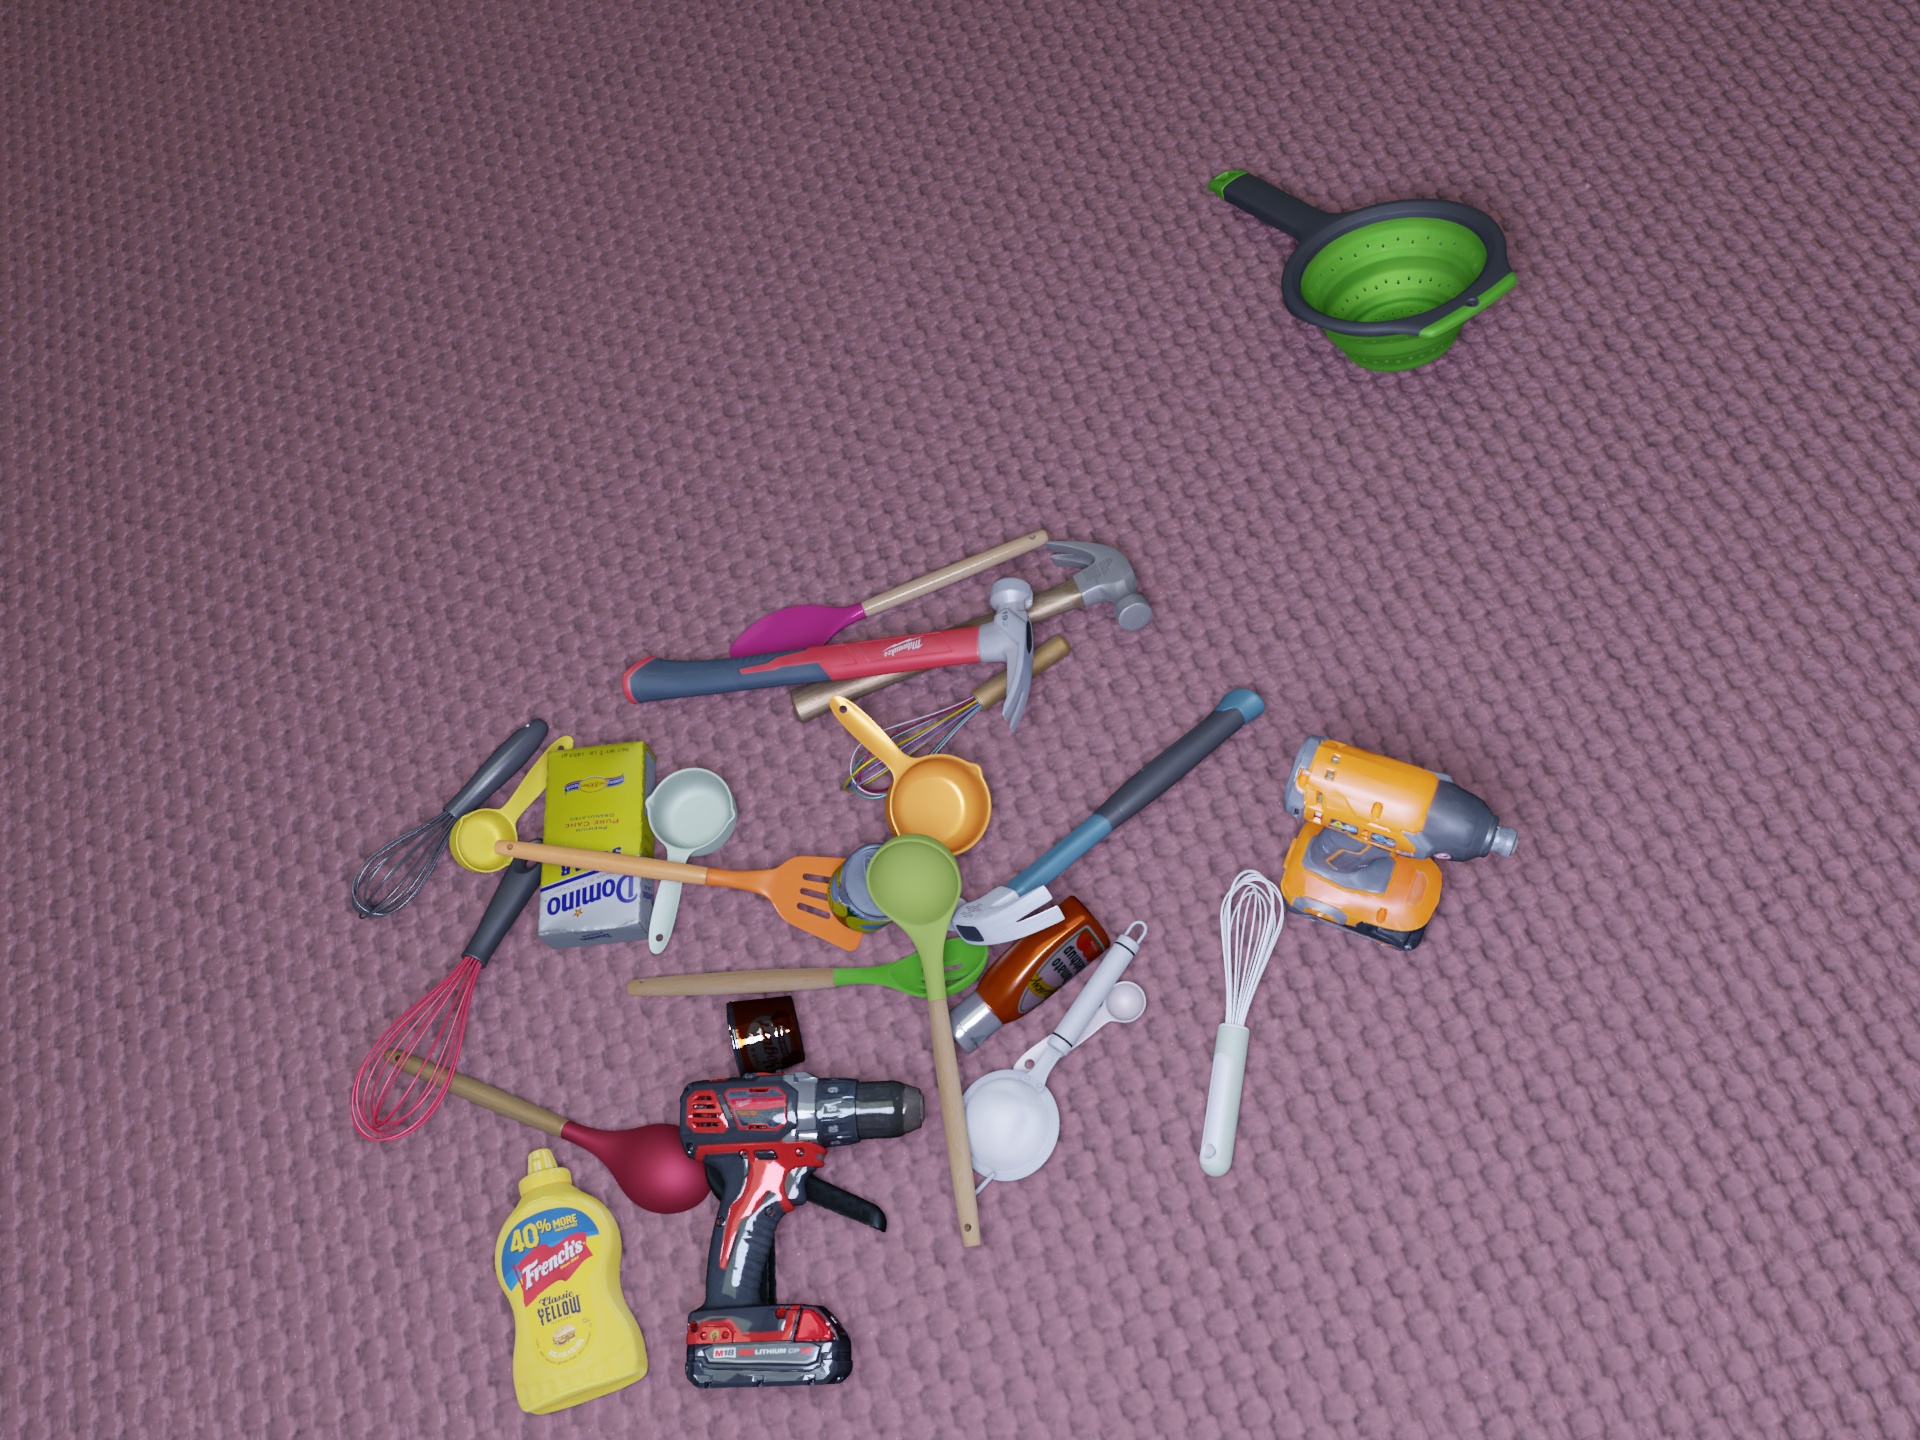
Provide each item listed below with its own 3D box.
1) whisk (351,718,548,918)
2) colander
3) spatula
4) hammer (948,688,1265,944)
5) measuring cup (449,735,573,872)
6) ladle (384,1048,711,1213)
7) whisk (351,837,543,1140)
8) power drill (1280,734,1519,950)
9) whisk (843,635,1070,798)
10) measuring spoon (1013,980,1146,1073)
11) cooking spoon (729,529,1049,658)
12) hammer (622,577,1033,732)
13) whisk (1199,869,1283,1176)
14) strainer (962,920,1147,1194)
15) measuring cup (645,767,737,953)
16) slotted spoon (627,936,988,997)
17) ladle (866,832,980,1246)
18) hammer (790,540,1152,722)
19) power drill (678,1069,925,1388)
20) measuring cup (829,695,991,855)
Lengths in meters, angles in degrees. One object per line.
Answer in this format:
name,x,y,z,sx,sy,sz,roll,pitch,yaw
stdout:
whisk,-0.461,0.087,1.444,0.055,0.055,0.239,32,67,21
colander,0.376,-0.444,1.570,0.204,0.094,0.398,-33,45,-8
spatula,-0.238,0.133,1.359,0.322,0.041,0.081,8,71,4
hammer,0.128,0.077,1.338,0.331,0.128,0.033,-38,107,-18
measuring cup,-0.405,0.073,1.447,0.029,0.062,0.157,-13,36,48
ladle,-0.347,0.328,1.314,0.315,0.031,0.069,16,67,18
whisk,-0.424,0.221,1.350,0.073,0.073,0.296,13,55,15
power drill,0.327,0.099,1.212,0.164,0.226,0.084,19,68,17
whisk,-0.002,-0.005,1.417,0.245,0.047,0.051,-34,45,-13
measuring spoon,0.097,0.255,1.292,0.124,0.018,0.034,-32,59,-1
cooking spoon,-0.066,-0.113,1.490,0.319,0.017,0.069,-22,58,1
hammer,-0.125,-0.038,1.418,0.386,0.038,0.143,-7,57,16
whisk,0.218,0.237,1.263,0.058,0.059,0.246,-11,59,47
strainer,0.073,0.262,1.263,0.087,0.050,0.258,29,73,27
measuring cup,-0.243,0.126,1.396,0.083,0.038,0.168,8,72,9
slotted spoon,-0.129,0.216,1.333,0.314,0.031,0.070,-5,29,10
ladle,-0.018,0.244,1.242,0.078,0.062,0.320,-14,71,14
hammer,0.001,-0.076,1.447,0.331,0.031,0.130,-22,43,3
power drill,-0.119,0.376,1.192,0.188,0.080,0.227,-3,68,3
measuring cup,-0.051,0.045,1.363,0.173,0.052,0.095,45,77,-1
